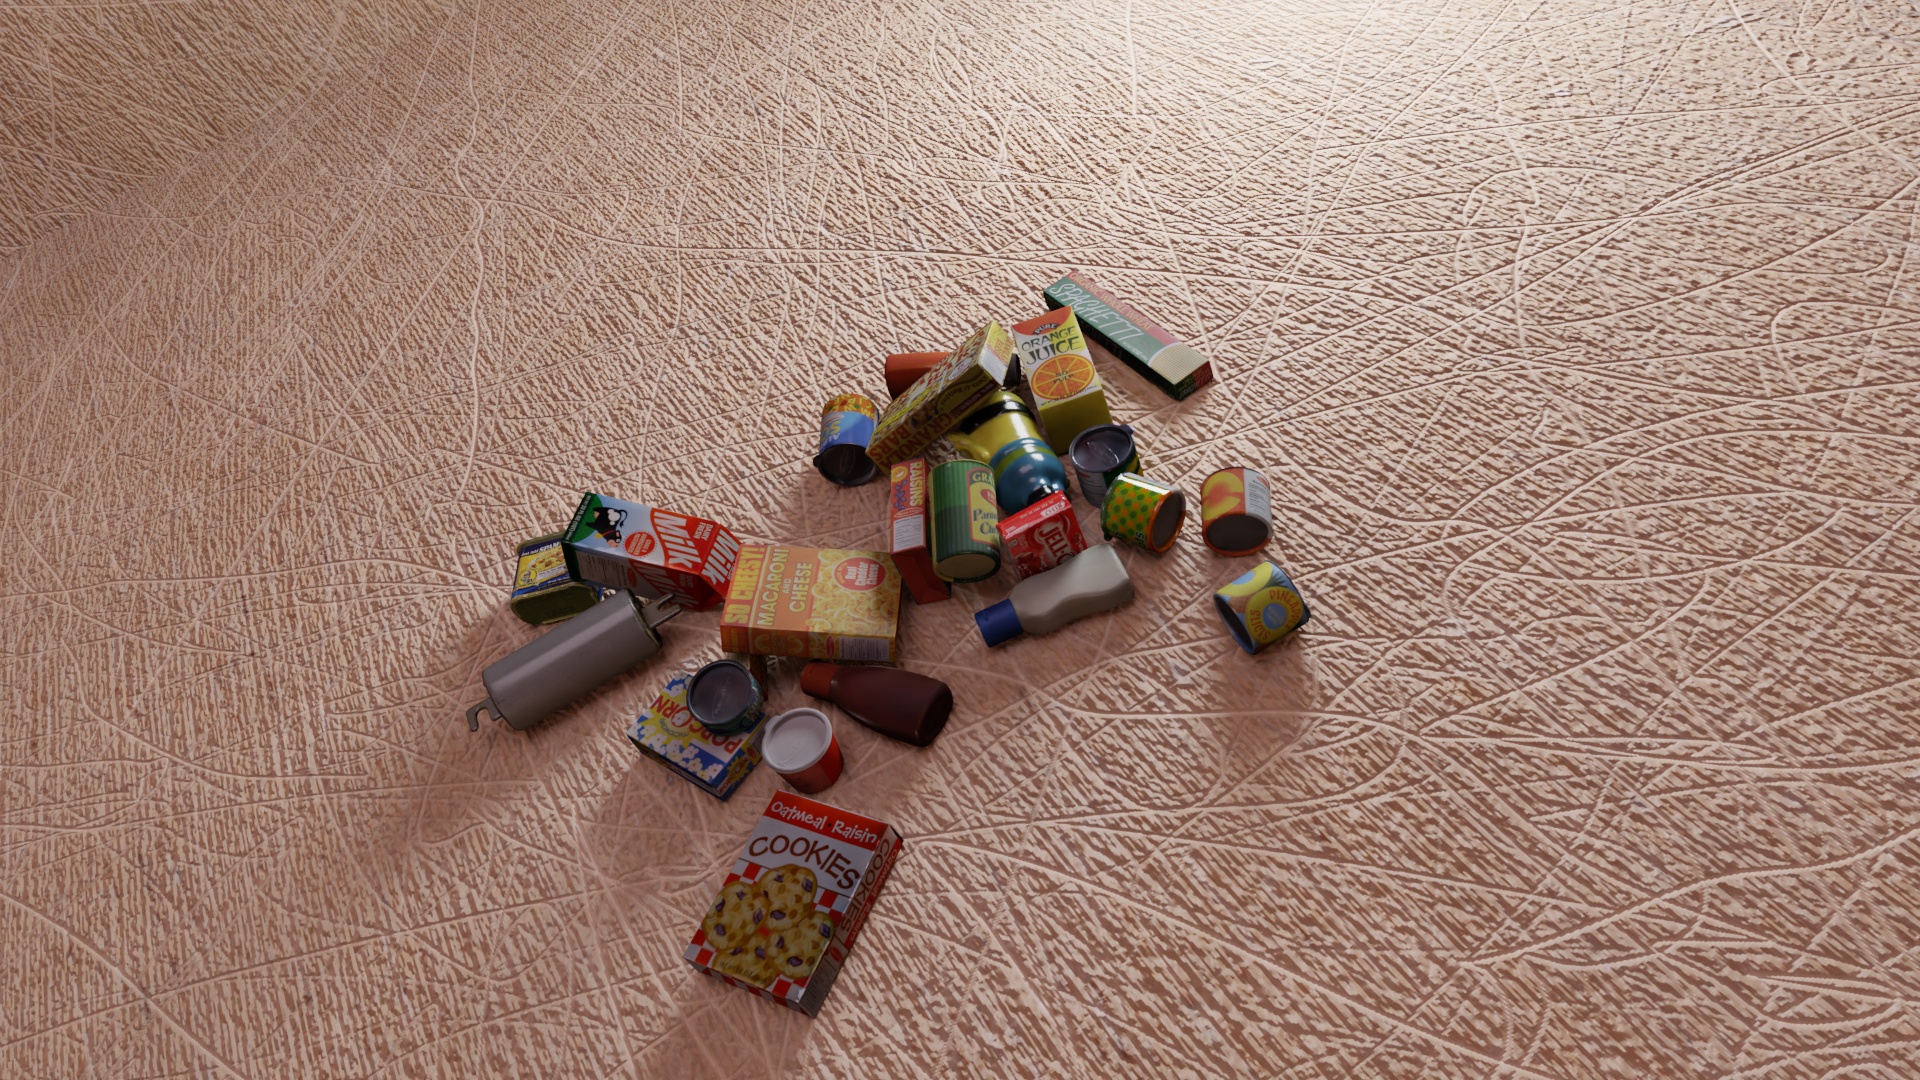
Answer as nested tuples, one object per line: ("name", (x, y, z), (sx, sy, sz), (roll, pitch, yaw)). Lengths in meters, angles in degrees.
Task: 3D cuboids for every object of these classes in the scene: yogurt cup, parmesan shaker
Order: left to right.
("yogurt cup", (-0.142, 0.196, 1.277), (0.072, 0.053, 0.073), (-11, 47, 12))
("parmesan shaker", (0.005, -0.017, 1.349), (0.071, 0.071, 0.103), (-11, 61, 12))

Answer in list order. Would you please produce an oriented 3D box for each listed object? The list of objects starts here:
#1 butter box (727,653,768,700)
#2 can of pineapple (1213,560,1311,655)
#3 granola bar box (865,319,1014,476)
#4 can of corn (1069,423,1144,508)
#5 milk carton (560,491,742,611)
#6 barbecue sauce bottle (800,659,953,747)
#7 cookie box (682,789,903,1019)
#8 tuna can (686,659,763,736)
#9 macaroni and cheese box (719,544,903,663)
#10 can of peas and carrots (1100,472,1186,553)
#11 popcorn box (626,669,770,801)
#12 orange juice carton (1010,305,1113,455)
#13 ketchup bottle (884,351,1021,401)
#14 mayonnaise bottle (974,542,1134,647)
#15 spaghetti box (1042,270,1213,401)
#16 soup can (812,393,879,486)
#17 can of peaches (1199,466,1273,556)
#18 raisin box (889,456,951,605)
("butter box", (-0.213, 0.107, 1.386), (0.024, 0.053, 0.104), (-16, 47, 6))
("can of pineapple", (0.266, 0.060, 1.228), (0.058, 0.070, 0.071), (-32, 46, -6))
("granola bar box", (-0.021, -0.153, 1.479), (0.165, 0.039, 0.125), (-36, 18, 25))
("can of corn", (0.151, -0.076, 1.401), (0.071, 0.058, 0.071), (-11, 47, 12))
("milk carton", (-0.315, 0.016, 1.472), (0.191, 0.073, 0.073), (14, 53, 4))
("barbecue sauce bottle", (-0.083, 0.146, 1.307), (0.148, 0.043, 0.065), (13, 55, 31))
("cookie box", (-0.141, 0.306, 1.189), (0.123, 0.040, 0.168), (11, 56, 29))
("tuna can", (-0.218, 0.148, 1.303), (0.071, 0.032, 0.071), (-6, 60, 11))
("macaroni and cheese box", (-0.142, 0.061, 1.363), (0.166, 0.040, 0.124), (3, 40, 0))
("can of peas and carrots", (0.176, -0.025, 1.342), (0.059, 0.070, 0.071), (21, 60, 34))
("popcorn box", (-0.249, 0.187, 1.339), (0.127, 0.038, 0.085), (21, 61, 35))
("orange juice carton", (0.107, -0.188, 1.509), (0.072, 0.072, 0.193), (-19, 45, 5))
("ketchup bottle", (-0.008, -0.185, 1.561), (0.149, 0.064, 0.044), (-3, 55, 12))
("mayonnaise bottle", (0.087, 0.056, 1.322), (0.148, 0.041, 0.065), (-24, 45, 1))
("spaghetti box", (0.182, -0.232, 1.550), (0.050, 0.028, 0.251), (-35, 47, -12))
("soup can", (-0.126, -0.112, 1.536), (0.071, 0.071, 0.084), (-12, 46, 11))
("can of peaches", (0.258, -0.026, 1.311), (0.071, 0.071, 0.058), (-8, 48, 15))
("raisin box", (-0.039, -0.010, 1.399), (0.040, 0.085, 0.124), (-14, 47, 13))
